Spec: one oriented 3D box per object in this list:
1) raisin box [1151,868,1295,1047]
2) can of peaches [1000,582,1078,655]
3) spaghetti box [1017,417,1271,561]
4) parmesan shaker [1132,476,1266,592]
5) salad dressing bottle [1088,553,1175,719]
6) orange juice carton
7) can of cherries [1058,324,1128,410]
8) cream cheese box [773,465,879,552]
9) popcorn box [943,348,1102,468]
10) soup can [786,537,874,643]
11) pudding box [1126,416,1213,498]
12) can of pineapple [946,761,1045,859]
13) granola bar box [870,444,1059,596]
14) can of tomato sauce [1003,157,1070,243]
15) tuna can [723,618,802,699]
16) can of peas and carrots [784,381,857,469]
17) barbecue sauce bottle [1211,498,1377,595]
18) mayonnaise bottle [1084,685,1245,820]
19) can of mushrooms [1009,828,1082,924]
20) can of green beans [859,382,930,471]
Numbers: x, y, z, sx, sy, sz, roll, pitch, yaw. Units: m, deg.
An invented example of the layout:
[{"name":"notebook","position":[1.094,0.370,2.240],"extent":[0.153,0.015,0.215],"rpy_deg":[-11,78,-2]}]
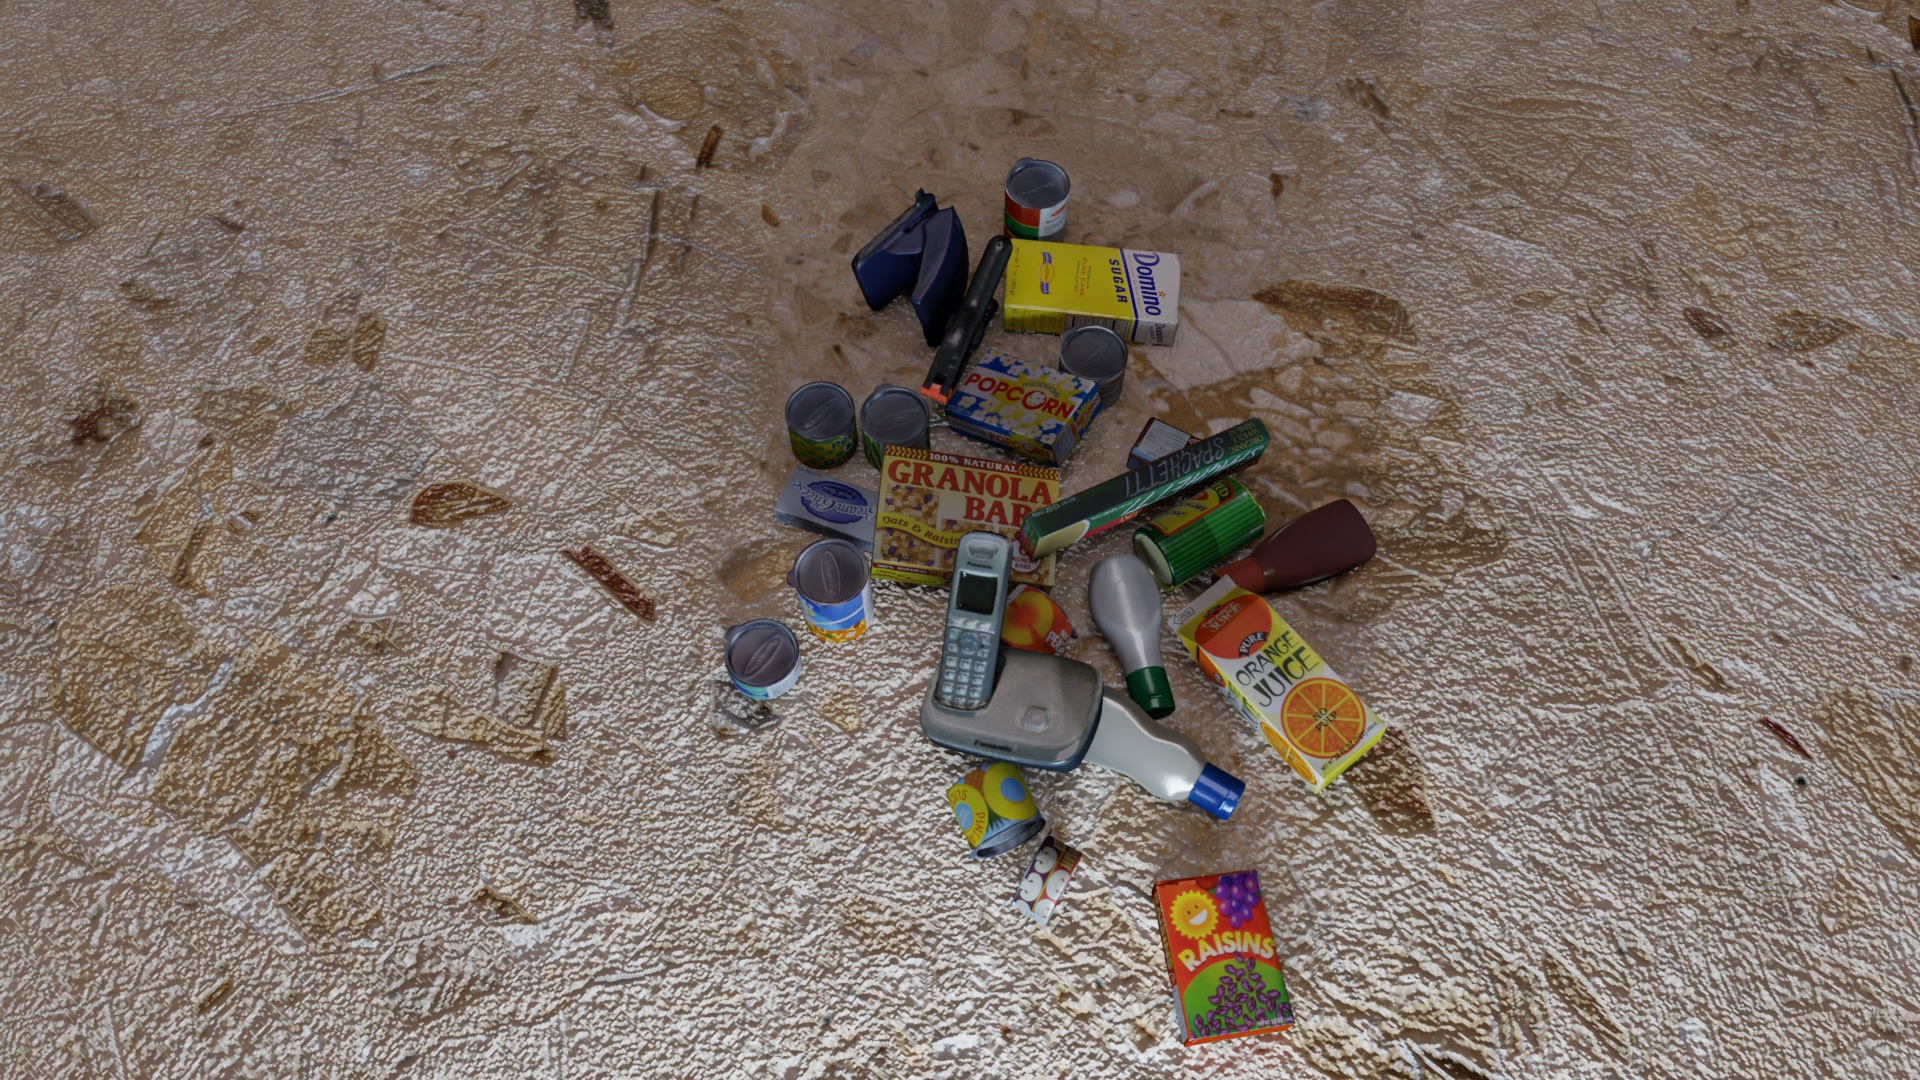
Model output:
[{"name":"raisin box","position":[0.206,0.331,1.105],"extent":[0.086,0.040,0.124],"rpy_deg":[-8,61,-3]},{"name":"can of peaches","position":[0.058,0.082,1.223],"extent":[0.071,0.071,0.058],"rpy_deg":[39,69,18]},{"name":"spaghetti box","position":[0.170,-0.048,1.263],"extent":[0.251,0.050,0.029],"rpy_deg":[-23,69,-16]},{"name":"parmesan shaker","position":[0.218,-0.006,1.268],"extent":[0.103,0.071,0.071],"rpy_deg":[-30,66,-15]},{"name":"salad dressing bottle","position":[0.155,0.086,1.235],"extent":[0.064,0.043,0.148],"rpy_deg":[-10,64,-5]},{"name":"orange juice carton","position":[0.268,0.118,1.195],"extent":[0.072,0.073,0.193],"rpy_deg":[-39,68,-6]},{"name":"can of cherries","position":[0.127,-0.170,1.364],"extent":[0.071,0.058,0.072],"rpy_deg":[0,63,1]},{"name":"cream cheese box","position":[-0.118,-0.029,1.306],"extent":[0.104,0.024,0.053],"rpy_deg":[18,64,9]},{"name":"popcorn box","position":[0.059,-0.128,1.335],"extent":[0.127,0.038,0.085],"rpy_deg":[22,62,29]},{"name":"soup can","position":[-0.114,0.046,1.232],"extent":[0.071,0.083,0.071],"rpy_deg":[0,62,0]},{"name":"pudding box","position":[0.207,-0.077,1.330],"extent":[0.084,0.030,0.050],"rpy_deg":[27,64,13]},{"name":"can of pineapple","position":[0.027,0.222,1.147],"extent":[0.071,0.070,0.058],"rpy_deg":[-22,63,-11]},{"name":"granola bar box","position":[0.005,-0.016,1.276],"extent":[0.166,0.039,0.125],"rpy_deg":[8,61,-7]},{"name":"can of tomato sauce","position":[0.077,-0.343,1.443],"extent":[0.071,0.082,0.071],"rpy_deg":[0,62,0]},{"name":"tuna can","position":[-0.176,0.104,1.229],"extent":[0.071,0.032,0.071],"rpy_deg":[0,62,0]},{"name":"can of peas and carrots","position":[-0.130,-0.108,1.329],"extent":[0.071,0.058,0.071],"rpy_deg":[0,62,0]},{"name":"barbecue sauce bottle","position":[0.303,0.017,1.273],"extent":[0.149,0.043,0.065],"rpy_deg":[-23,69,-11]},{"name":"mayonnaise bottle","position":[0.167,0.184,1.176],"extent":[0.148,0.041,0.064],"rpy_deg":[29,107,12]},{"name":"can of mushrooms","position":[0.070,0.271,1.120],"extent":[0.033,0.070,0.071],"rpy_deg":[27,65,13]},{"name":"can of green beans","position":[-0.062,-0.104,1.328],"extent":[0.071,0.057,0.071],"rpy_deg":[0,62,0]}]
